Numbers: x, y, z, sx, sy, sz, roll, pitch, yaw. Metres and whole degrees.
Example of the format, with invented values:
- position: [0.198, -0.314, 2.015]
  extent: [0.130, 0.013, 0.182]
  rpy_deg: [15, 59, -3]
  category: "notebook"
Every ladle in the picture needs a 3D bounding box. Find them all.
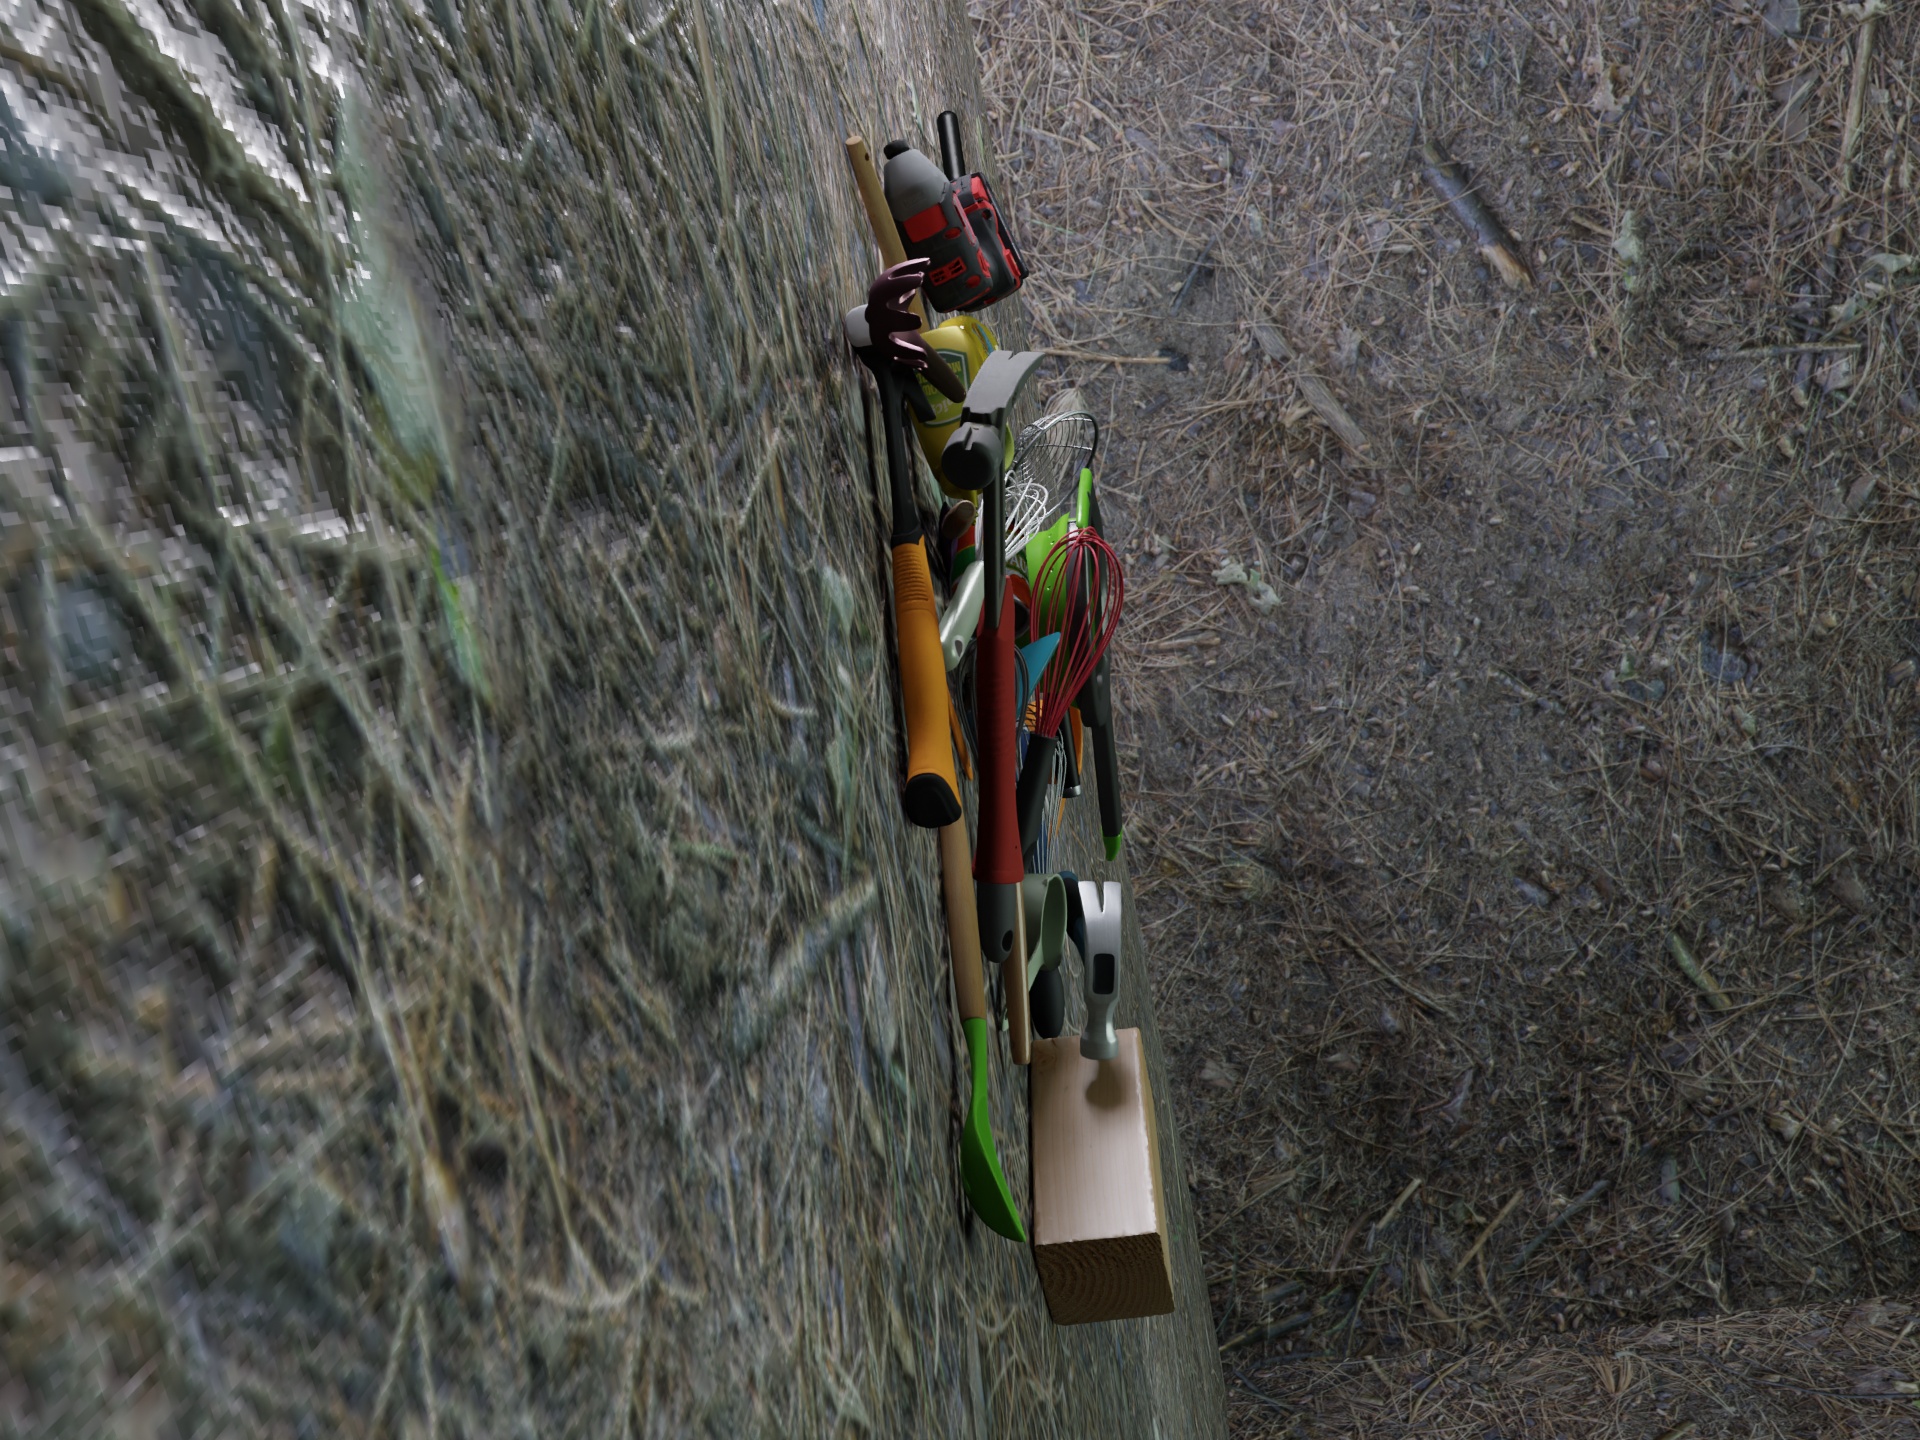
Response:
- position: [-0.024, -0.319, 1.264]
  extent: [0.319, 0.062, 0.078]
  rpy_deg: [67, 37, -46]
  category: "ladle"

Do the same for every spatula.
- position: [0.045, 0.091, 1.171]
  extent: [0.082, 0.044, 0.318]
  rpy_deg: [-25, -117, 56]
  category: "spatula"
- position: [-0.005, -0.136, 1.136]
  extent: [0.316, 0.018, 0.060]
  rpy_deg: [-140, -134, -86]
  category: "spatula"

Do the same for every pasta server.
- position: [-0.018, -0.235, 1.023]
  extent: [0.316, 0.040, 0.060]
  rpy_deg: [-15, 106, -81]
  category: "pasta server"

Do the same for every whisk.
- position: [0.071, -0.007, 1.255]
  extent: [0.073, 0.073, 0.296]
  rpy_deg: [-50, 153, -80]
  category: "whisk"
- position: [0.017, -0.114, 1.190]
  extent: [0.246, 0.059, 0.057]
  rpy_deg: [-66, 143, -48]
  category: "whisk"
- position: [0.065, 0.126, 1.344]
  extent: [0.070, 0.070, 0.285]
  rpy_deg: [35, 50, -79]
  category: "whisk"
- position: [0.024, 0.053, 1.136]
  extent: [0.055, 0.055, 0.239]
  rpy_deg: [41, 47, -77]
  category: "whisk"

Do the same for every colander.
- position: [0.087, -0.029, 1.435]
  extent: [0.205, 0.094, 0.396]
  rpy_deg: [-79, 164, -53]
  category: "colander"

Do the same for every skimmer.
- position: [0.101, -0.105, 1.497]
  extent: [0.127, 0.090, 0.363]
  rpy_deg: [-18, 102, -49]
  category: "skimmer"

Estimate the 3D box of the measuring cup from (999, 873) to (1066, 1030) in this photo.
- position: [0.042, 0.179, 1.212]
  extent: [0.168, 0.038, 0.083]
  rpy_deg: [-56, 143, -54]
  category: "measuring cup"

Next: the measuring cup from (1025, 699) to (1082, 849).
- position: [0.082, 0.055, 1.590]
  extent: [0.095, 0.052, 0.174]
  rpy_deg: [70, 27, -49]
  category: "measuring cup"

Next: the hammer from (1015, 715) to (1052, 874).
- position: [0.059, 0.009, 1.507]
  extent: [0.143, 0.035, 0.406]
  rpy_deg: [69, 13, -52]
  category: "hammer"

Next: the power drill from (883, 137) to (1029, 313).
- position: [-0.011, -0.428, 1.389]
  extent: [0.143, 0.078, 0.220]
  rpy_deg: [64, 15, -7]
  category: "power drill"

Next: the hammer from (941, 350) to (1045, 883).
- position: [0.024, -0.046, 1.007]
  extent: [0.149, 0.037, 0.358]
  rpy_deg: [-68, 160, -53]
  category: "hammer"

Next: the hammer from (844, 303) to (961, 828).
- position: [-0.031, -0.091, 1.004]
  extent: [0.127, 0.034, 0.337]
  rpy_deg: [60, 22, -65]
  category: "hammer"

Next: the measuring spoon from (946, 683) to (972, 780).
- position: [-0.002, -0.004, 1.173]
  extent: [0.021, 0.011, 0.116]
  rpy_deg: [-87, 165, -57]
  category: "measuring spoon"

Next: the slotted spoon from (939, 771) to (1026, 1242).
- position: [0.005, 0.162, 0.970]
  extent: [0.070, 0.031, 0.314]
  rpy_deg: [69, 11, -54]
  category: "slotted spoon"

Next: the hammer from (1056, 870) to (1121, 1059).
- position: [0.104, 0.181, 1.365]
  extent: [0.331, 0.033, 0.128]
  rpy_deg: [-106, -162, -84]
  category: "hammer"
